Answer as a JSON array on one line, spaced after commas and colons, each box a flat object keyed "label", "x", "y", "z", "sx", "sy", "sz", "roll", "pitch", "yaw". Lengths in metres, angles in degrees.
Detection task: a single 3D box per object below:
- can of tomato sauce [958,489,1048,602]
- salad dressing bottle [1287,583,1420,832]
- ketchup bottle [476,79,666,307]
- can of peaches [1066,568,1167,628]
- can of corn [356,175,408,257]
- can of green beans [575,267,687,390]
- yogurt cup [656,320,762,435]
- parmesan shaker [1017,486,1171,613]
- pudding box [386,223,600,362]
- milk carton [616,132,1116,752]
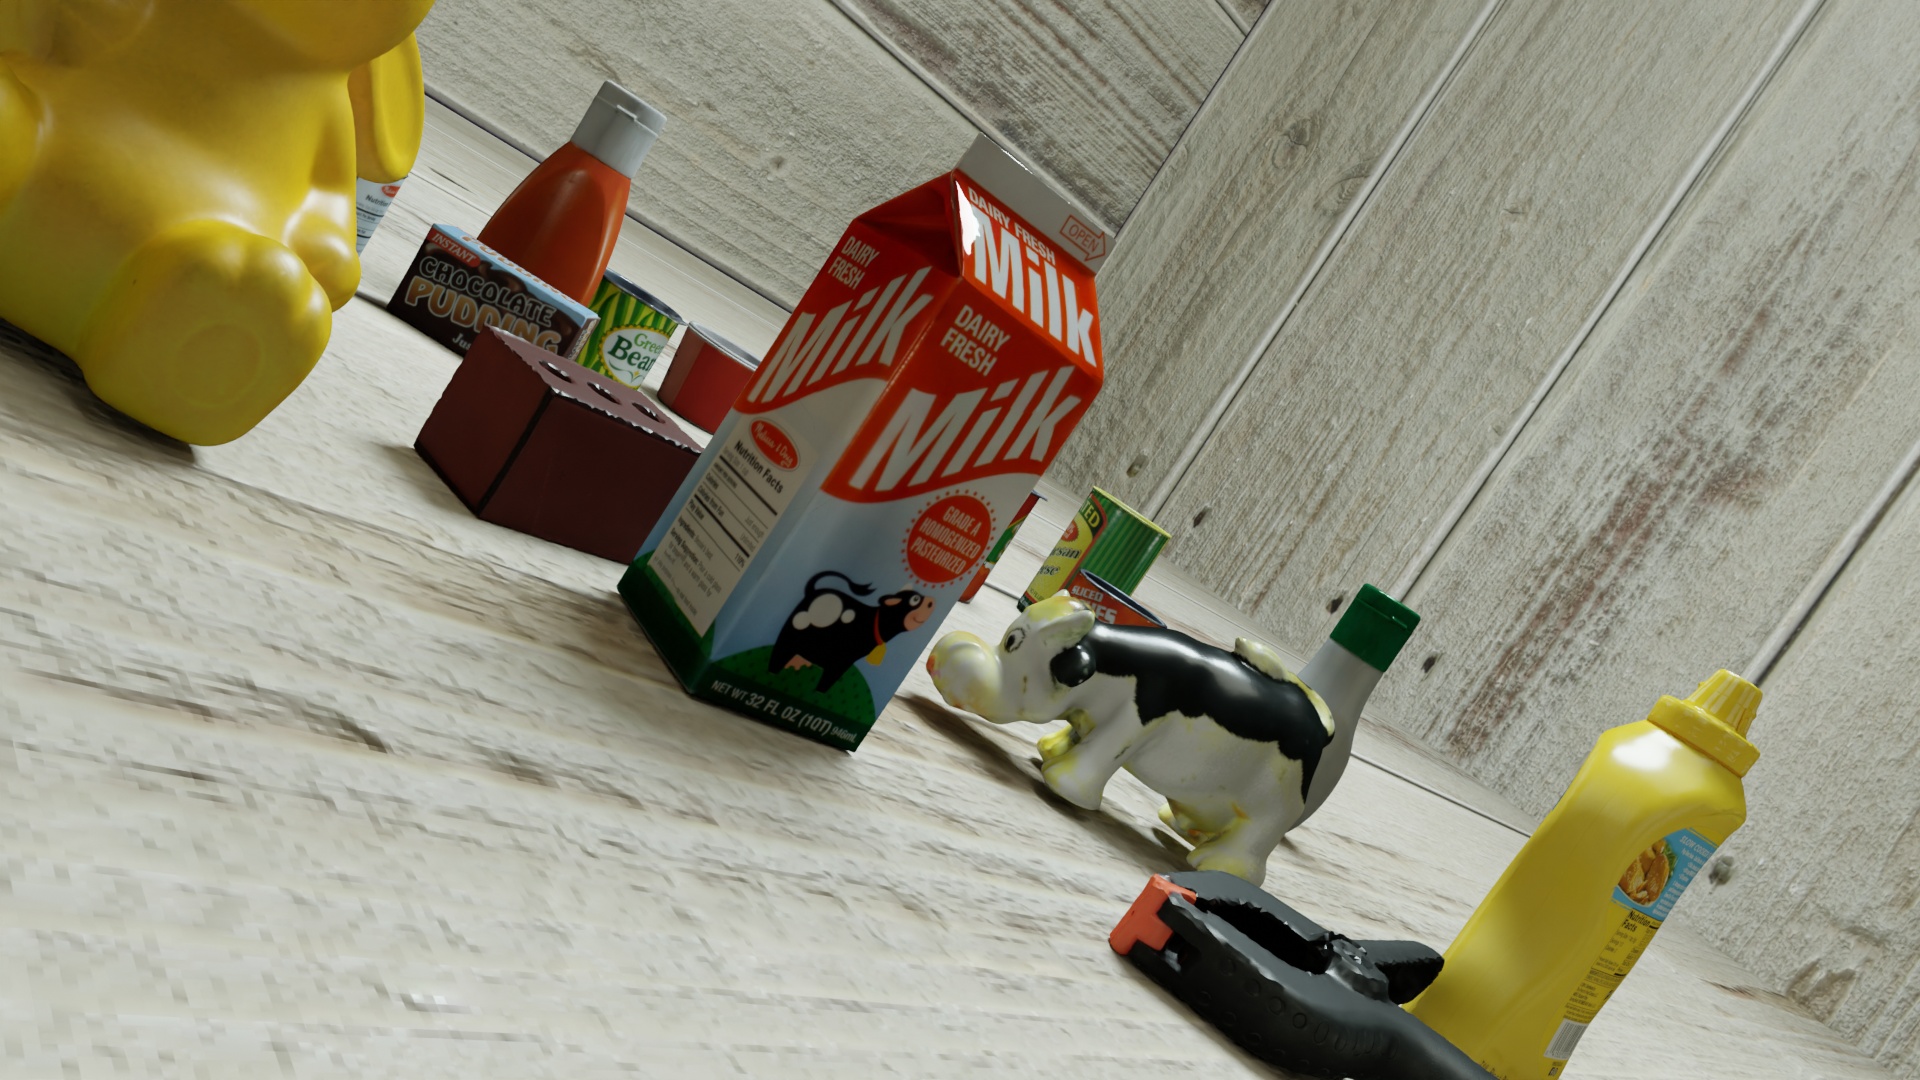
[{"label": "can of tomato sauce", "x": 0.003, "y": -0.011, "z": 0.881, "sx": 0.071, "sy": 0.083, "sz": 0.071, "roll": 33, "pitch": 6, "yaw": -4}, {"label": "salad dressing bottle", "x": 0.202, "y": 0.094, "z": 0.781, "sx": 0.064, "sy": 0.147, "sz": 0.044, "roll": 32, "pitch": 6, "yaw": -14}, {"label": "ketchup bottle", "x": -0.208, "y": -0.168, "z": 0.727, "sx": 0.064, "sy": 0.148, "sz": 0.043, "roll": 32, "pitch": 6, "yaw": -16}, {"label": "can of peaches", "x": 0.086, "y": 0.059, "z": 0.878, "sx": 0.071, "sy": 0.058, "sz": 0.071, "roll": 33, "pitch": 6, "yaw": -4}, {"label": "can of corn", "x": -0.303, "y": -0.164, "z": 0.642, "sx": 0.071, "sy": 0.058, "sz": 0.071, "roll": 33, "pitch": 6, "yaw": -4}, {"label": "can of green beans", "x": -0.206, "y": -0.123, "z": 0.810, "sx": 0.071, "sy": 0.057, "sz": 0.071, "roll": 33, "pitch": 6, "yaw": -4}, {"label": "yogurt cup", "x": -0.159, "y": -0.102, "z": 0.895, "sx": 0.072, "sy": 0.054, "sz": 0.072, "roll": 33, "pitch": 6, "yaw": -4}, {"label": "parmesan shaker", "x": 0.095, "y": 0.022, "z": 0.987, "sx": 0.071, "sy": 0.103, "sz": 0.071, "roll": 33, "pitch": 6, "yaw": -4}, {"label": "pudding box", "x": -0.222, "y": -0.109, "z": 0.665, "sx": 0.084, "sy": 0.049, "sz": 0.030, "roll": 33, "pitch": 6, "yaw": -7}, {"label": "milk carton", "x": -0.023, "y": -0.034, "z": 0.454, "sx": 0.072, "sy": 0.190, "sz": 0.073, "roll": 28, "pitch": 8, "yaw": -40}]
